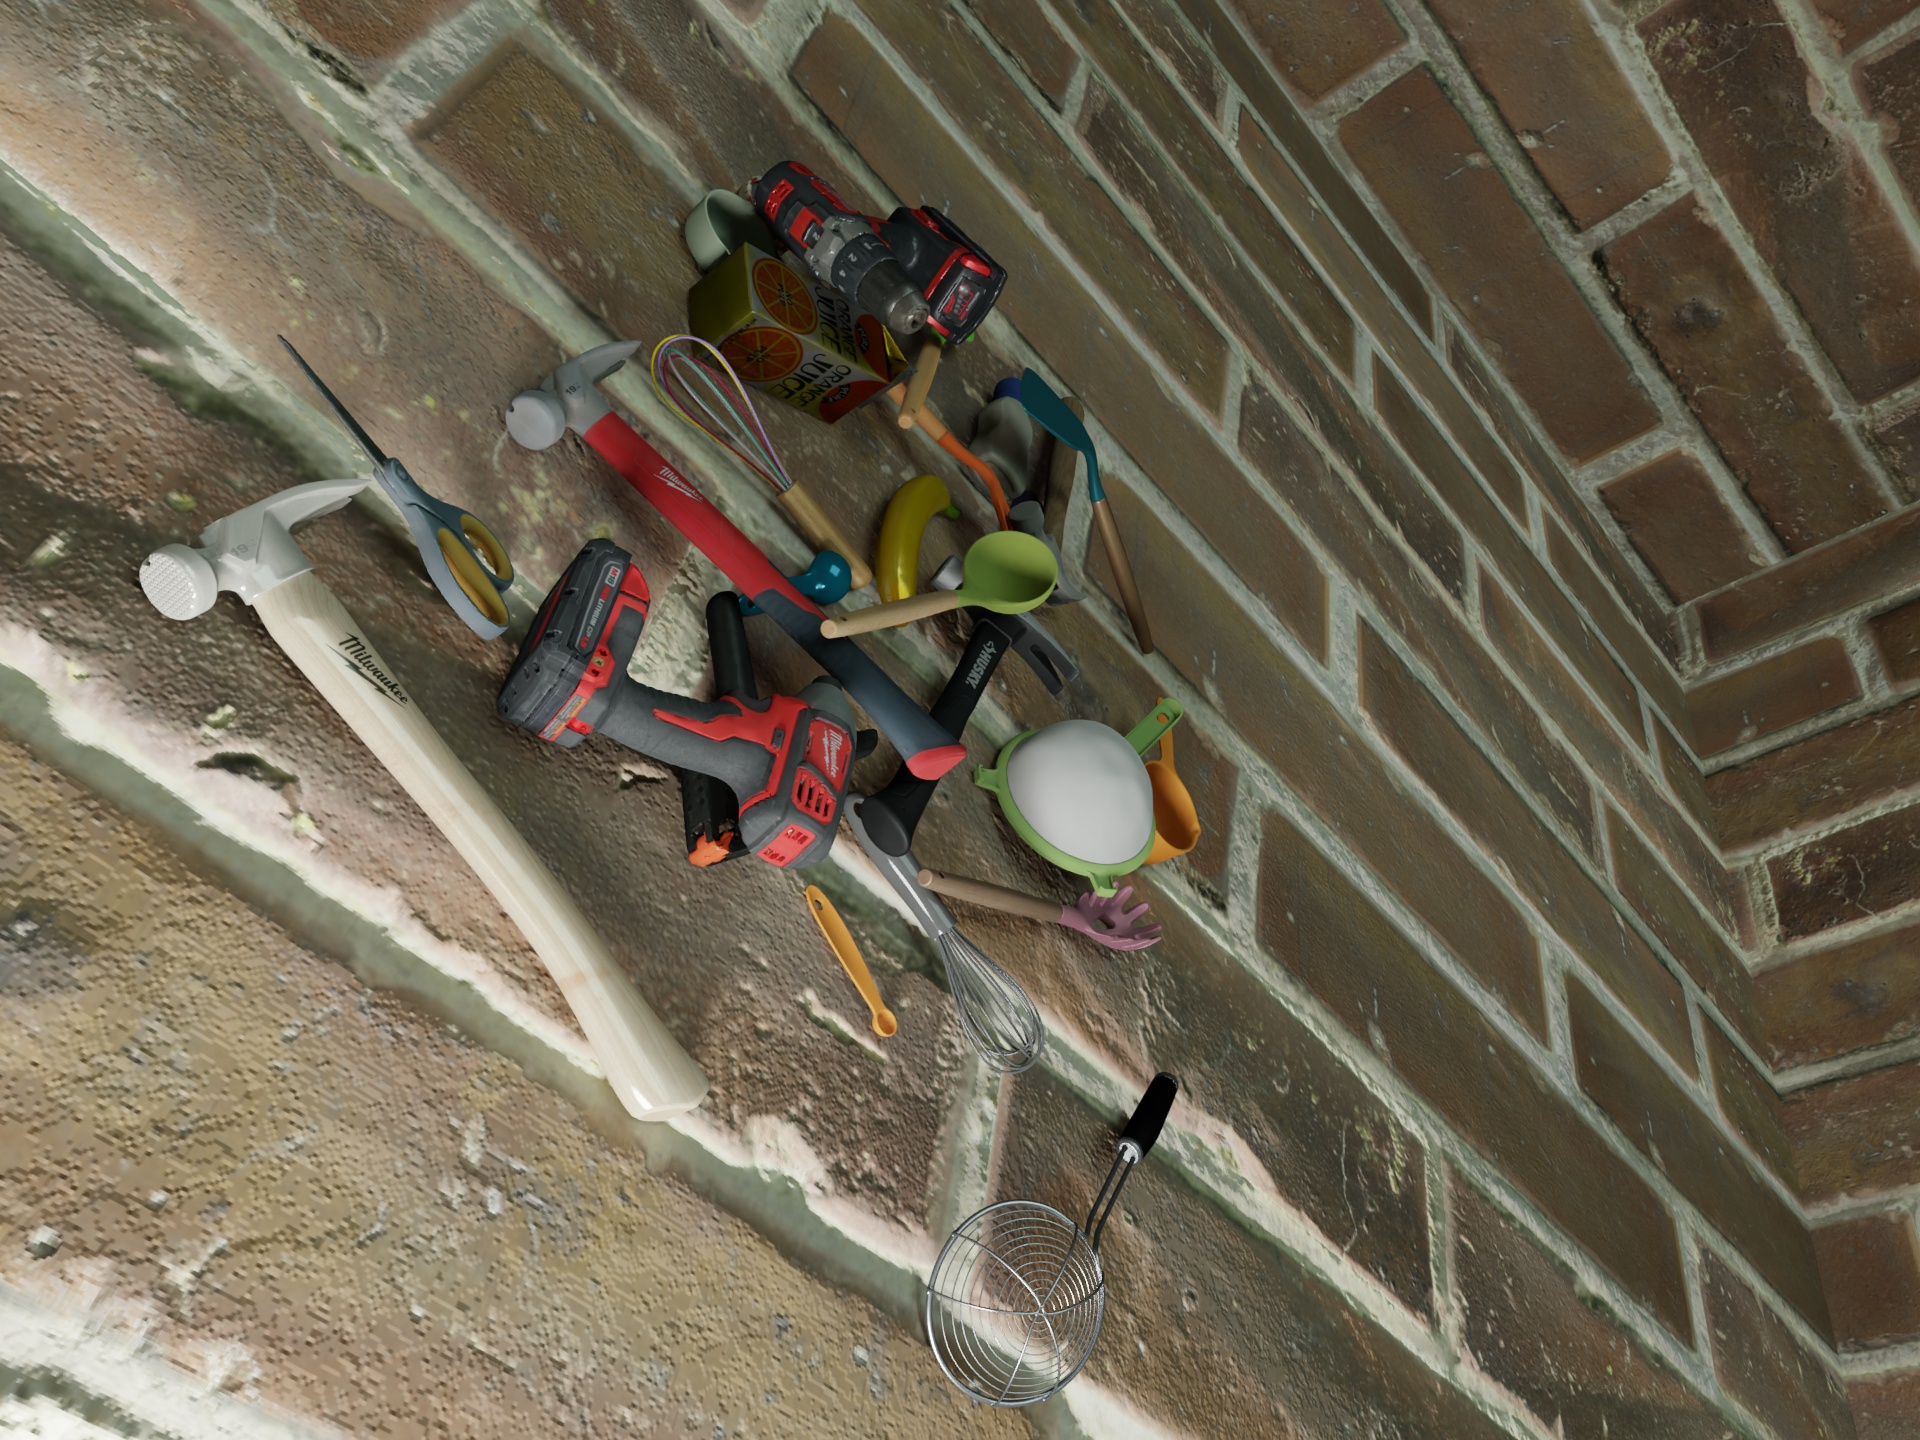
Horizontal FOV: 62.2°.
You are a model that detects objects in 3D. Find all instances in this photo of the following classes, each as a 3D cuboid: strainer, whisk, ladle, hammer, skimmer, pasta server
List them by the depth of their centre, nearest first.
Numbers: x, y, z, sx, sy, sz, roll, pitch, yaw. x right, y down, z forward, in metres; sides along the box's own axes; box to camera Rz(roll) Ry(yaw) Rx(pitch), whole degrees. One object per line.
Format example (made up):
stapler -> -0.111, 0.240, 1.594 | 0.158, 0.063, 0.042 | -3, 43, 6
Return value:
hammer -> -0.269, 0.052, 0.893 | 0.410, 0.038, 0.146 | 55, 33, -10
hammer -> -0.137, -0.108, 1.124 | 0.386, 0.038, 0.143 | 44, 35, -8
skimmer -> 0.083, 0.349, 1.151 | 0.127, 0.090, 0.363 | 60, 24, -1
whisk -> -0.016, 0.152, 1.151 | 0.239, 0.055, 0.055 | 56, 34, 0
ladle -> -0.014, -0.099, 1.202 | 0.078, 0.062, 0.320 | 35, 23, 16
whisk -> -0.151, -0.194, 1.226 | 0.244, 0.051, 0.047 | 50, 60, -24
pasta server -> 0.066, 0.141, 1.235 | 0.316, 0.040, 0.060 | 23, 33, -54
hammer -> -0.002, -0.004, 1.239 | 0.146, 0.035, 0.335 | 39, 36, -9
strainer -> 0.137, 0.028, 1.348 | 0.151, 0.069, 0.256 | 42, 44, 9
hammer -> 0.096, -0.225, 1.546 | 0.332, 0.031, 0.130 | -78, 150, -52

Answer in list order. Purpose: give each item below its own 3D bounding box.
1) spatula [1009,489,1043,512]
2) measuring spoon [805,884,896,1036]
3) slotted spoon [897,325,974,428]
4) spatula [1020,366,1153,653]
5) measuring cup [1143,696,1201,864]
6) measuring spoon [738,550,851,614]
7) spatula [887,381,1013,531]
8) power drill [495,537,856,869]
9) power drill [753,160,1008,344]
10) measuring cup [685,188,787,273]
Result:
spatula -> 0.039, -0.121, 1.436 | 0.059, 0.018, 0.316 | 53, 33, -24
measuring spoon -> -0.078, 0.165, 1.090 | 0.021, 0.011, 0.117 | -24, 83, -56
slotted spoon -> -0.026, -0.331, 1.443 | 0.070, 0.031, 0.314 | 39, 30, -17
spatula -> 0.128, -0.190, 1.521 | 0.082, 0.044, 0.317 | -81, 153, -53
measuring cup -> 0.170, 0.054, 1.456 | 0.095, 0.052, 0.174 | 37, 39, -32
measuring spoon -> -0.121, -0.098, 1.196 | 0.128, 0.021, 0.042 | -27, 119, -52
spatula -> -0.040, -0.262, 1.405 | 0.322, 0.041, 0.081 | 46, 15, -7
power drill -> -0.163, -0.012, 0.999 | 0.219, 0.078, 0.143 | 31, 44, -20
power drill -> -0.052, -0.383, 1.352 | 0.188, 0.080, 0.226 | 47, 24, 20
measuring cup -> -0.163, -0.370, 1.333 | 0.167, 0.038, 0.083 | 40, 39, -32
